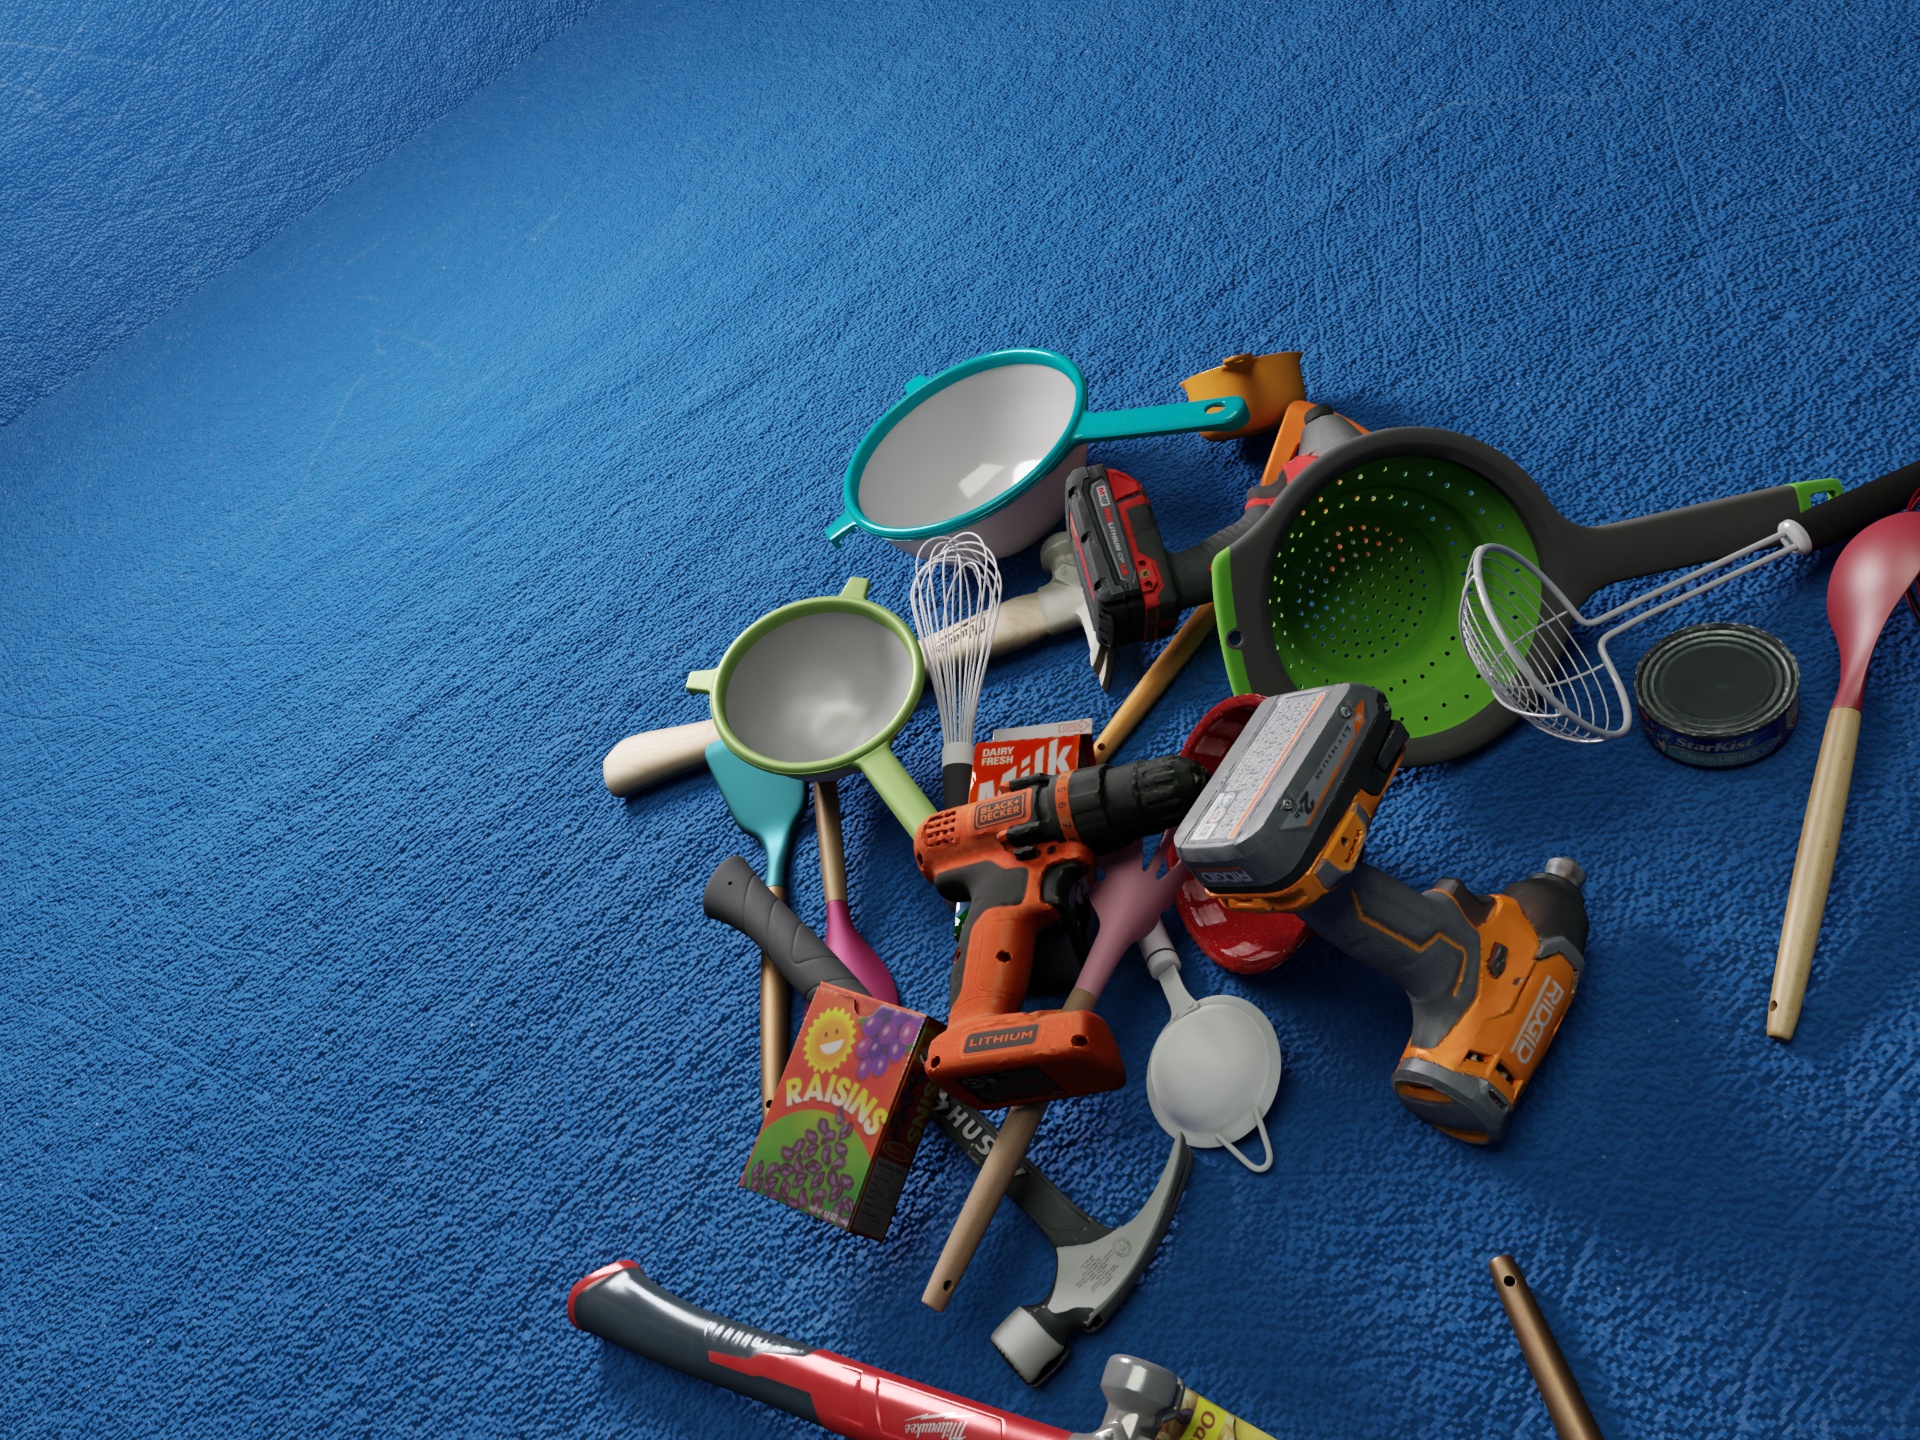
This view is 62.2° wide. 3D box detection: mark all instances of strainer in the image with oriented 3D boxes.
[{"bbox_3d":[-0.066,0.024,1.084,0.151,0.069,0.257,-32,57,-11],"label":"strainer"},{"bbox_3d":[0.120,0.149,0.933,0.087,0.050,0.259,-41,37,17],"label":"strainer"},{"bbox_3d":[0.073,-0.192,1.225,0.340,0.095,0.211,0,51,33],"label":"strainer"}]

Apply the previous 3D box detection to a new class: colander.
[{"bbox_3d":[0.345,-0.095,0.997,0.397,0.204,0.094,-12,8,-3],"label":"colander"}]

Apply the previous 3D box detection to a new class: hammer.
[{"bbox_3d":[-0.084,-0.016,1.202,0.410,0.038,0.146,-21,45,11],"label":"hammer"},{"bbox_3d":[-0.035,0.198,0.956,0.149,0.036,0.409,-41,49,-13],"label":"hammer"},{"bbox_3d":[-0.075,0.359,0.818,0.386,0.038,0.143,0,54,38],"label":"hammer"}]

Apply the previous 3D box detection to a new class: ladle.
[{"bbox_3d":[0.463,0.020,0.840,0.031,0.069,0.315,24,72,-6],"label":"ladle"}]

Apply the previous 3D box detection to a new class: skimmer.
[{"bbox_3d":[0.439,-0.094,0.898,0.363,0.090,0.127,-23,72,-12],"label":"skimmer"}]

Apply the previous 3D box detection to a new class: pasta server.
[{"bbox_3d":[0.055,0.177,0.886,0.316,0.060,0.040,-61,8,-20],"label":"pasta server"}]

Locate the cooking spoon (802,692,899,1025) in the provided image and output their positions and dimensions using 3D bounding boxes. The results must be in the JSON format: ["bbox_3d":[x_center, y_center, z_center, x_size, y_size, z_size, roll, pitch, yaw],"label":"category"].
[{"bbox_3d":[-0.087,0.104,1.084,0.069,0.017,0.319,-19,52,13],"label":"cooking spoon"}]

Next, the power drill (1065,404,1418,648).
[{"bbox_3d":[0.188,-0.136,1.089,0.219,0.078,0.143,-13,67,-1],"label":"power drill"}]

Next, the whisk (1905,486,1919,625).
[{"bbox_3d":[0.546,-0.016,0.844,0.073,0.073,0.296,-3,56,26],"label":"whisk"}]

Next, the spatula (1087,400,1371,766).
[{"bbox_3d":[0.183,-0.092,1.120,0.081,0.041,0.323,33,71,19],"label":"spatula"}]

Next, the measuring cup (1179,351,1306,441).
[{"bbox_3d":[0.210,-0.238,1.170,0.095,0.052,0.173,-12,5,13],"label":"measuring cup"}]

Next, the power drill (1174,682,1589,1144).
[{"bbox_3d":[0.231,0.085,0.813,0.164,0.226,0.084,-53,18,-23],"label":"power drill"}]

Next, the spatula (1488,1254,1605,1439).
[{"bbox_3d":[0.292,0.368,0.656,0.060,0.018,0.316,-23,45,7],"label":"spatula"}]

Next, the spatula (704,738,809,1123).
[{"bbox_3d":[-0.133,0.133,1.087,0.082,0.044,0.318,-18,46,11],"label":"spatula"}]

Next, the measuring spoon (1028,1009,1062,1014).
[{"bbox_3d":[0.013,0.181,0.919,0.117,0.011,0.021,-13,48,12],"label":"measuring spoon"}]

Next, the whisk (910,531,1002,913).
[{"bbox_3d":[-0.002,-0.003,1.098,0.070,0.070,0.285,-10,64,21],"label":"whisk"}]
